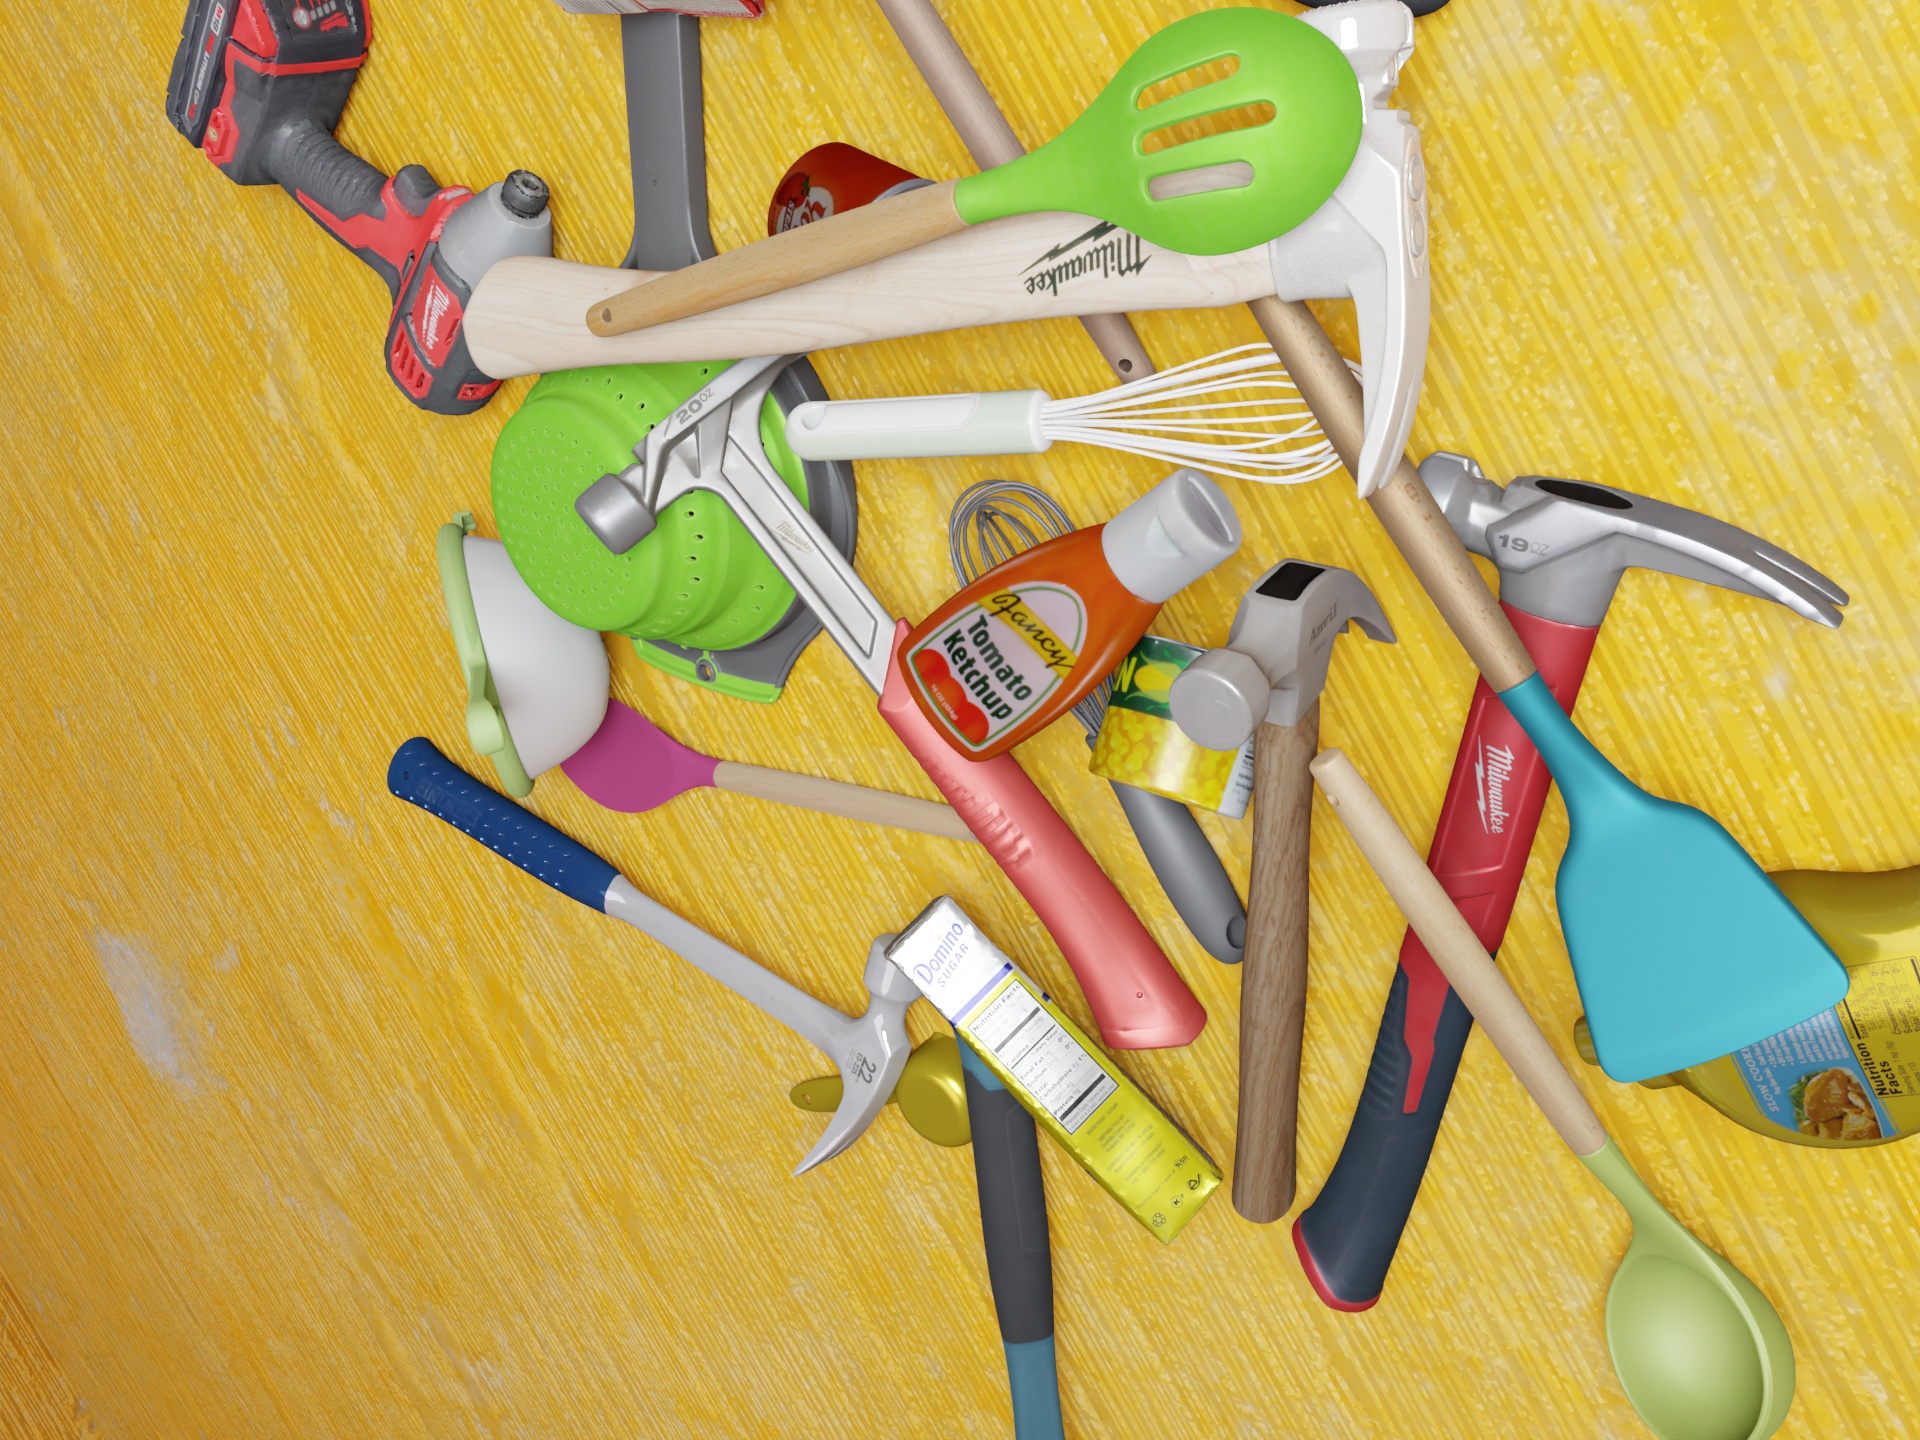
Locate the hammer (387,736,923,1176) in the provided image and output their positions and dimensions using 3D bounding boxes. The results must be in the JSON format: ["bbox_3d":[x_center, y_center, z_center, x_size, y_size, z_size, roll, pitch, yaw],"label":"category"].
[{"bbox_3d":[-0.195,0.112,0.925,0.406,0.035,0.144,25,107,29],"label":"hammer"}]

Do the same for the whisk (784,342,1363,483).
[{"bbox_3d":[0.039,-0.117,0.616,0.246,0.058,0.059,2,151,25],"label":"whisk"}]

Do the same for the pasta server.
[{"bbox_3d":[-0.017,-0.245,0.567,0.060,0.040,0.316,-22,116,32],"label":"pasta server"}]

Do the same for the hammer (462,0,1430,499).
[{"bbox_3d":[-0.033,-0.150,0.594,0.411,0.038,0.146,2,106,32],"label":"hammer"}]

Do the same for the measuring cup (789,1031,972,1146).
[{"bbox_3d":[-0.046,0.209,0.874,0.156,0.029,0.062,-16,101,38],"label":"measuring cup"}]

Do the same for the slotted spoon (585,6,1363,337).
[{"bbox_3d":[-0.019,-0.167,0.541,0.314,0.031,0.070,-4,100,36],"label":"slotted spoon"}]

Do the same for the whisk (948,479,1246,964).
[{"bbox_3d":[0.066,0.003,0.684,0.055,0.055,0.239,-22,102,42],"label":"whisk"}]

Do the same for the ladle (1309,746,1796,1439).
[{"bbox_3d":[0.212,0.145,0.587,0.320,0.062,0.078,53,160,-13],"label":"ladle"}]

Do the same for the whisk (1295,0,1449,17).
[{"bbox_3d":[0.037,-0.285,0.562,0.285,0.070,0.070,22,123,22],"label":"whisk"}]

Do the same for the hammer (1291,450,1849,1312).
[{"bbox_3d":[0.206,0.096,0.623,0.143,0.038,0.386,22,123,26],"label":"hammer"}]

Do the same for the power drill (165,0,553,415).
[{"bbox_3d":[-0.293,-0.277,0.804,0.220,0.078,0.143,49,132,4],"label":"power drill"}]

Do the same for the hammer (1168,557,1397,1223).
[{"bbox_3d":[0.128,0.085,0.641,0.031,0.130,0.331,18,132,30],"label":"hammer"}]

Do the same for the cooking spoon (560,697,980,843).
[{"bbox_3d":[-0.107,0.033,0.846,0.319,0.017,0.068,9,110,35],"label":"cooking spoon"}]

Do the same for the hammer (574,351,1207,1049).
[{"bbox_3d":[-0.001,-0.002,0.708,0.359,0.149,0.037,52,172,-7],"label":"hammer"}]

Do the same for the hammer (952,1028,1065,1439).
[{"bbox_3d":[0.035,0.307,0.831,0.128,0.033,0.331,-8,103,-7],"label":"hammer"}]

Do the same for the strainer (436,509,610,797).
[{"bbox_3d":[-0.213,-0.028,0.804,0.256,0.069,0.151,-141,37,-71],"label":"strainer"}]

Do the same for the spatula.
[{"bbox_3d":[0.172,-0.033,0.530,0.082,0.044,0.317,-33,89,31],"label":"spatula"}]

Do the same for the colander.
[{"bbox_3d":[-0.155,-0.181,0.728,0.205,0.094,0.396,18,121,30],"label":"colander"}]
